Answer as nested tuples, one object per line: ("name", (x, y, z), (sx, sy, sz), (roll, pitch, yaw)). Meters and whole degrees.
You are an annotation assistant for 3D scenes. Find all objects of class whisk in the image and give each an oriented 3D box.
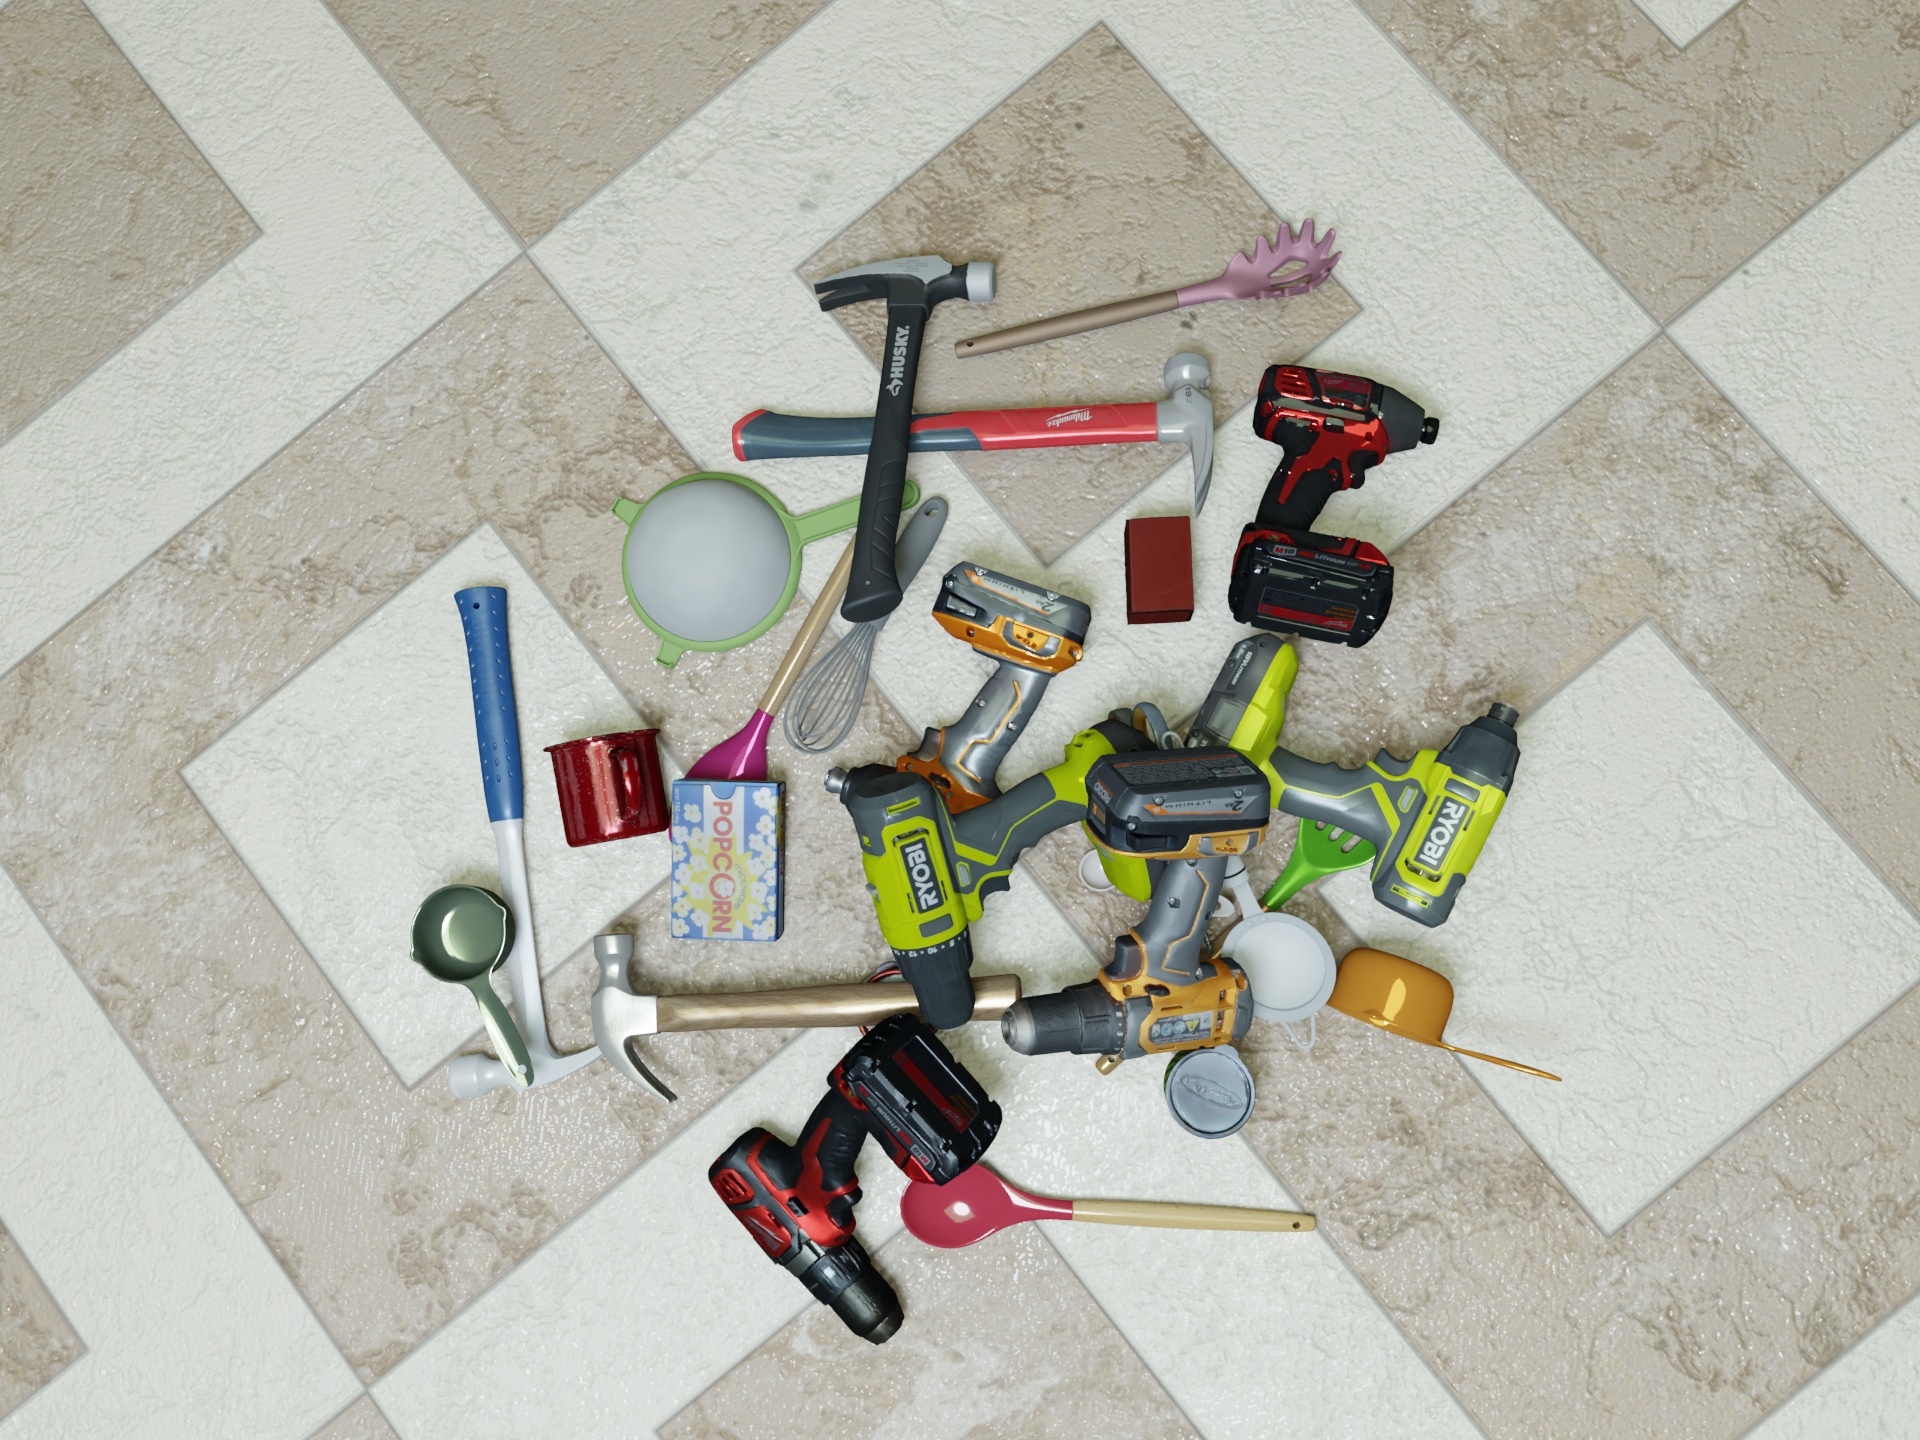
("whisk", (-0.070, -0.078, 1.269), (0.055, 0.055, 0.239), (27, 79, 7))

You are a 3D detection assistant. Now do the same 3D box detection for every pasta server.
("pasta server", (0.149, -0.340, 1.290), (0.316, 0.040, 0.060), (-12, 70, 5))

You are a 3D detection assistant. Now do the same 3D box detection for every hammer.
("hammer", (-0.118, 0.222, 1.216), (0.331, 0.031, 0.130), (-3, 83, 5))
("hammer", (-0.059, -0.226, 1.243), (0.146, 0.035, 0.335), (2, 64, 9))
("hammer", (0.007, -0.219, 1.270), (0.386, 0.038, 0.143), (-2, 61, 7))
("hammer", (-0.359, 0.091, 1.285), (0.144, 0.035, 0.405), (-9, 83, 4))

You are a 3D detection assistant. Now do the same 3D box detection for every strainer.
("strainer", (-0.157, -0.150, 1.277), (0.256, 0.069, 0.151), (-18, 82, 4))
("strainer", (0.210, 0.122, 1.187), (0.087, 0.050, 0.258), (-23, 98, 26))

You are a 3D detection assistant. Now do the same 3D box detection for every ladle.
("ladle", (0.112, 0.375, 1.216), (0.315, 0.031, 0.069), (2, 93, 3))

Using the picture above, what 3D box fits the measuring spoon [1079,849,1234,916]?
("measuring spoon", (0.152, 0.132, 1.239), (0.124, 0.018, 0.034), (16, 72, 12))

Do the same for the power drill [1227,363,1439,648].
("power drill", (0.285, -0.172, 1.214), (0.143, 0.078, 0.220), (12, 62, 6))

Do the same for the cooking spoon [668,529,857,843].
("cooking spoon", (-0.144, -0.029, 1.277), (0.069, 0.017, 0.319), (30, 93, 7))

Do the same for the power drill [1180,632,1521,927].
("power drill", (0.292, 0.030, 1.189), (0.223, 0.080, 0.171), (26, 86, 20))

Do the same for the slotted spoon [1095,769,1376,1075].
("slotted spoon", (0.218, 0.160, 1.232), (0.314, 0.031, 0.070), (-45, 77, 1))

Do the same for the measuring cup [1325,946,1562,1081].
("measuring cup", (0.358, 0.214, 1.167), (0.174, 0.095, 0.052), (15, 79, 27))

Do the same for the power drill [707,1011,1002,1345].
("power drill", (-0.068, 0.345, 1.175), (0.188, 0.080, 0.226), (47, 120, 8))

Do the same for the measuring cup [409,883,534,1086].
("measuring cup", (-0.365, 0.206, 1.236), (0.083, 0.038, 0.167), (-27, 84, 2))

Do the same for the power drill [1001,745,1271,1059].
("power drill", (0.123, 0.139, 1.123), (0.185, 0.084, 0.226), (-4, 113, -17))

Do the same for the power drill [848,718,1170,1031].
("power drill", (0.044, 0.109, 1.168), (0.228, 0.080, 0.190), (-19, 104, -16))

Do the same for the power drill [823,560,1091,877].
("power drill", (-0.002, -0.004, 1.244), (0.164, 0.084, 0.226), (20, 90, 7))
